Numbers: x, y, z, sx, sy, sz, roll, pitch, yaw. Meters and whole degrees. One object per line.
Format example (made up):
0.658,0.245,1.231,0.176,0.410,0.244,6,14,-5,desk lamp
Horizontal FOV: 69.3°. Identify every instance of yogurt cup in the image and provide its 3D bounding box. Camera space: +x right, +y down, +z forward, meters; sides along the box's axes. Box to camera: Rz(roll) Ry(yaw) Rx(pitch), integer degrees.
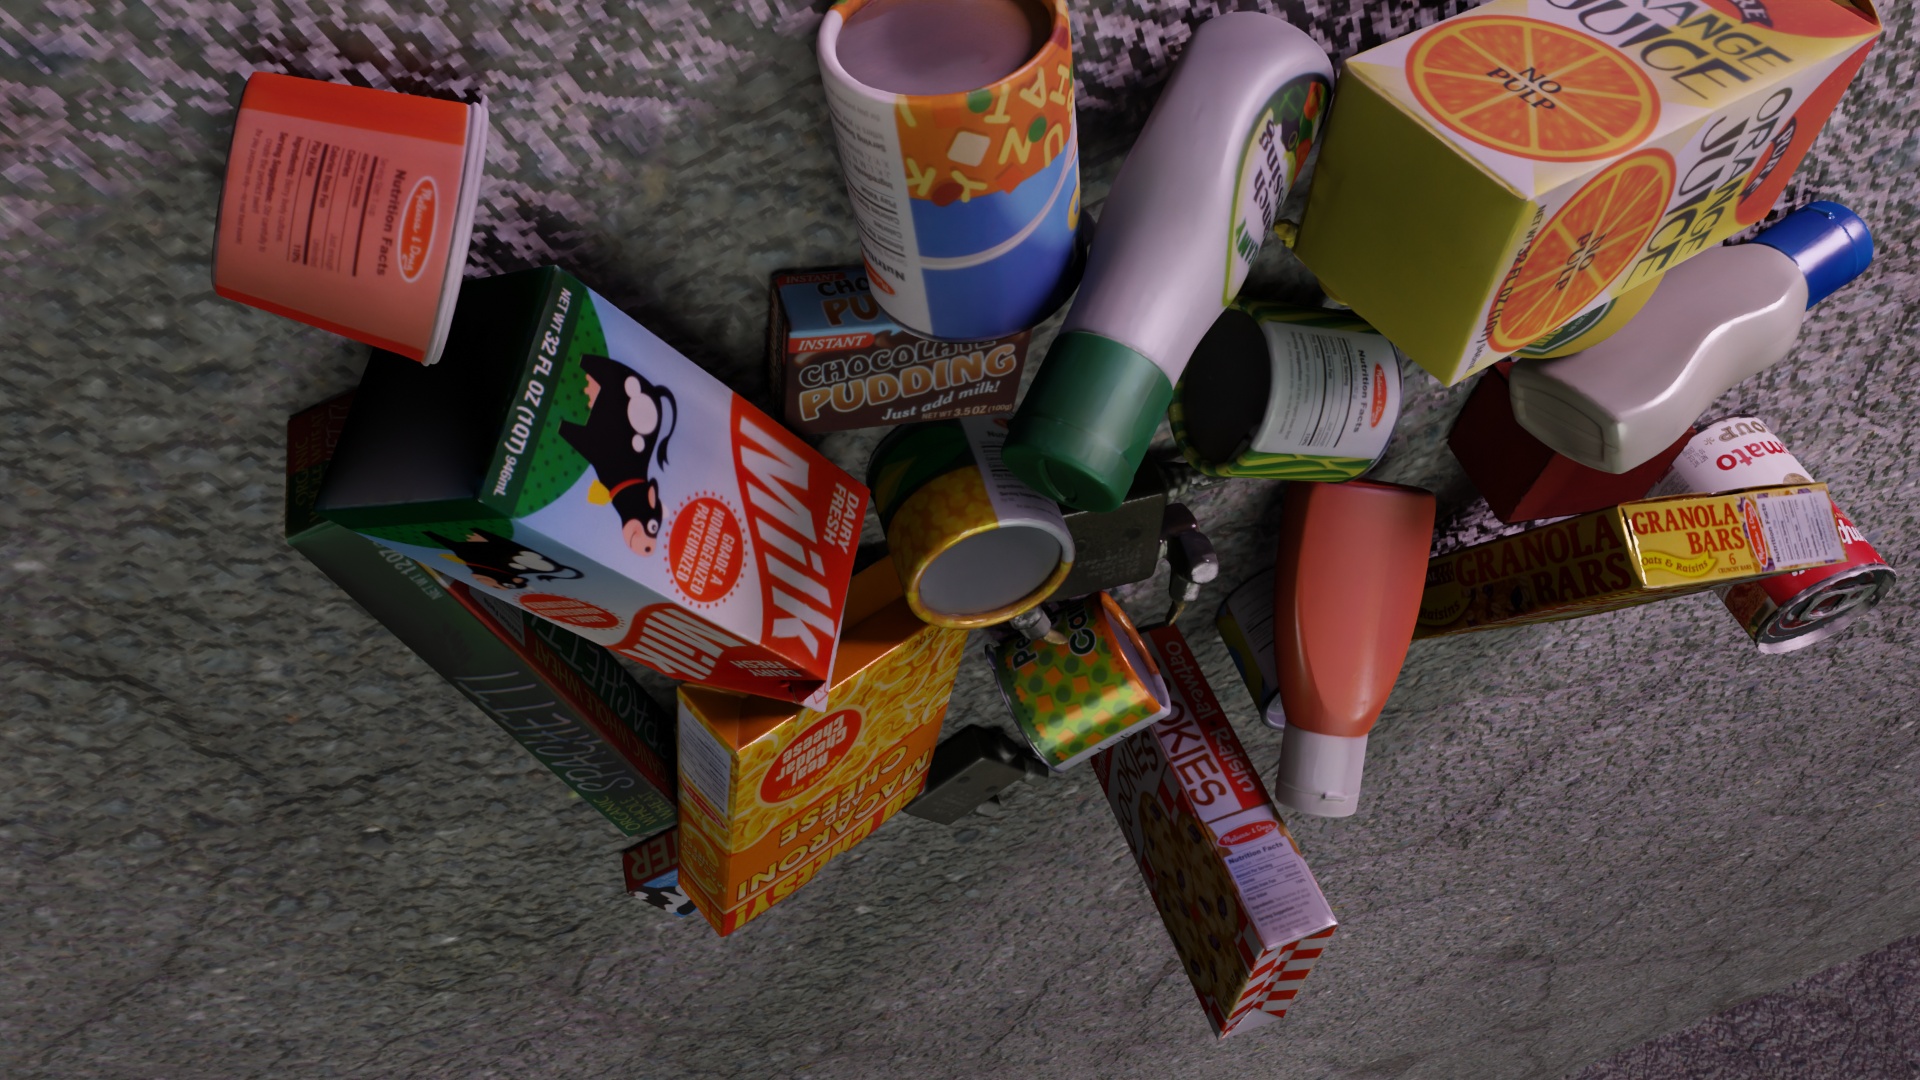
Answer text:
-0.151,-0.082,0.345,0.054,0.073,0.072,10,135,-25,yogurt cup

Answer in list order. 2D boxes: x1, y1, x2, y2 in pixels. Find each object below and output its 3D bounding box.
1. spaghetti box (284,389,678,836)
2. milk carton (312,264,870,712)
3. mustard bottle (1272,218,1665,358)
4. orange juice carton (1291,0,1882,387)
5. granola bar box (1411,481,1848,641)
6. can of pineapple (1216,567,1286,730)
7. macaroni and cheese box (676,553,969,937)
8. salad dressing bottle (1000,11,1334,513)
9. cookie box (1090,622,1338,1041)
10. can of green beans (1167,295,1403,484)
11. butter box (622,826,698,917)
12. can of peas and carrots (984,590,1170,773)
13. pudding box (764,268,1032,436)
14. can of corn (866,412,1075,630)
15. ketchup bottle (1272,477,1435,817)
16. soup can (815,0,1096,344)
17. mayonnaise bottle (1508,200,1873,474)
-0.162,0.042,0.514,0.029,0.050,0.249,-20,145,2,spaghetti box
-0.094,-0.005,0.446,0.073,0.072,0.190,-3,157,33,milk carton
0.177,-0.100,0.496,0.160,0.049,0.065,-1,142,-25,mustard bottle
0.203,-0.128,0.429,0.193,0.073,0.071,-26,147,-21,orange juice carton
0.296,0.013,0.653,0.124,0.039,0.165,-5,170,-22,granola bar box
0.168,0.053,0.686,0.071,0.058,0.070,-13,144,-10,can of pineapple
-0.061,0.089,0.594,0.124,0.040,0.165,-32,153,-31,macaroni and cheese box
0.059,-0.079,0.394,0.148,0.044,0.064,-63,158,-14,salad dressing bottle
0.115,0.142,0.684,0.040,0.168,0.122,-15,144,-12,cookie box
0.118,-0.055,0.512,0.058,0.071,0.071,2,139,-27,can of green beans
-0.115,0.157,0.712,0.103,0.024,0.053,-27,145,9,butter box
0.054,0.062,0.637,0.058,0.071,0.071,-31,143,13,can of peas and carrots
-0.020,-0.065,0.460,0.084,0.030,0.049,-8,142,-18,pudding box
0.002,-0.007,0.524,0.071,0.058,0.070,-13,144,-10,can of corn
0.168,0.046,0.616,0.065,0.043,0.148,5,97,-10,ketchup bottle
0.002,-0.108,0.384,0.071,0.071,0.083,-17,144,-5,soup can
0.296,-0.085,0.555,0.148,0.065,0.041,-32,129,-10,mayonnaise bottle
